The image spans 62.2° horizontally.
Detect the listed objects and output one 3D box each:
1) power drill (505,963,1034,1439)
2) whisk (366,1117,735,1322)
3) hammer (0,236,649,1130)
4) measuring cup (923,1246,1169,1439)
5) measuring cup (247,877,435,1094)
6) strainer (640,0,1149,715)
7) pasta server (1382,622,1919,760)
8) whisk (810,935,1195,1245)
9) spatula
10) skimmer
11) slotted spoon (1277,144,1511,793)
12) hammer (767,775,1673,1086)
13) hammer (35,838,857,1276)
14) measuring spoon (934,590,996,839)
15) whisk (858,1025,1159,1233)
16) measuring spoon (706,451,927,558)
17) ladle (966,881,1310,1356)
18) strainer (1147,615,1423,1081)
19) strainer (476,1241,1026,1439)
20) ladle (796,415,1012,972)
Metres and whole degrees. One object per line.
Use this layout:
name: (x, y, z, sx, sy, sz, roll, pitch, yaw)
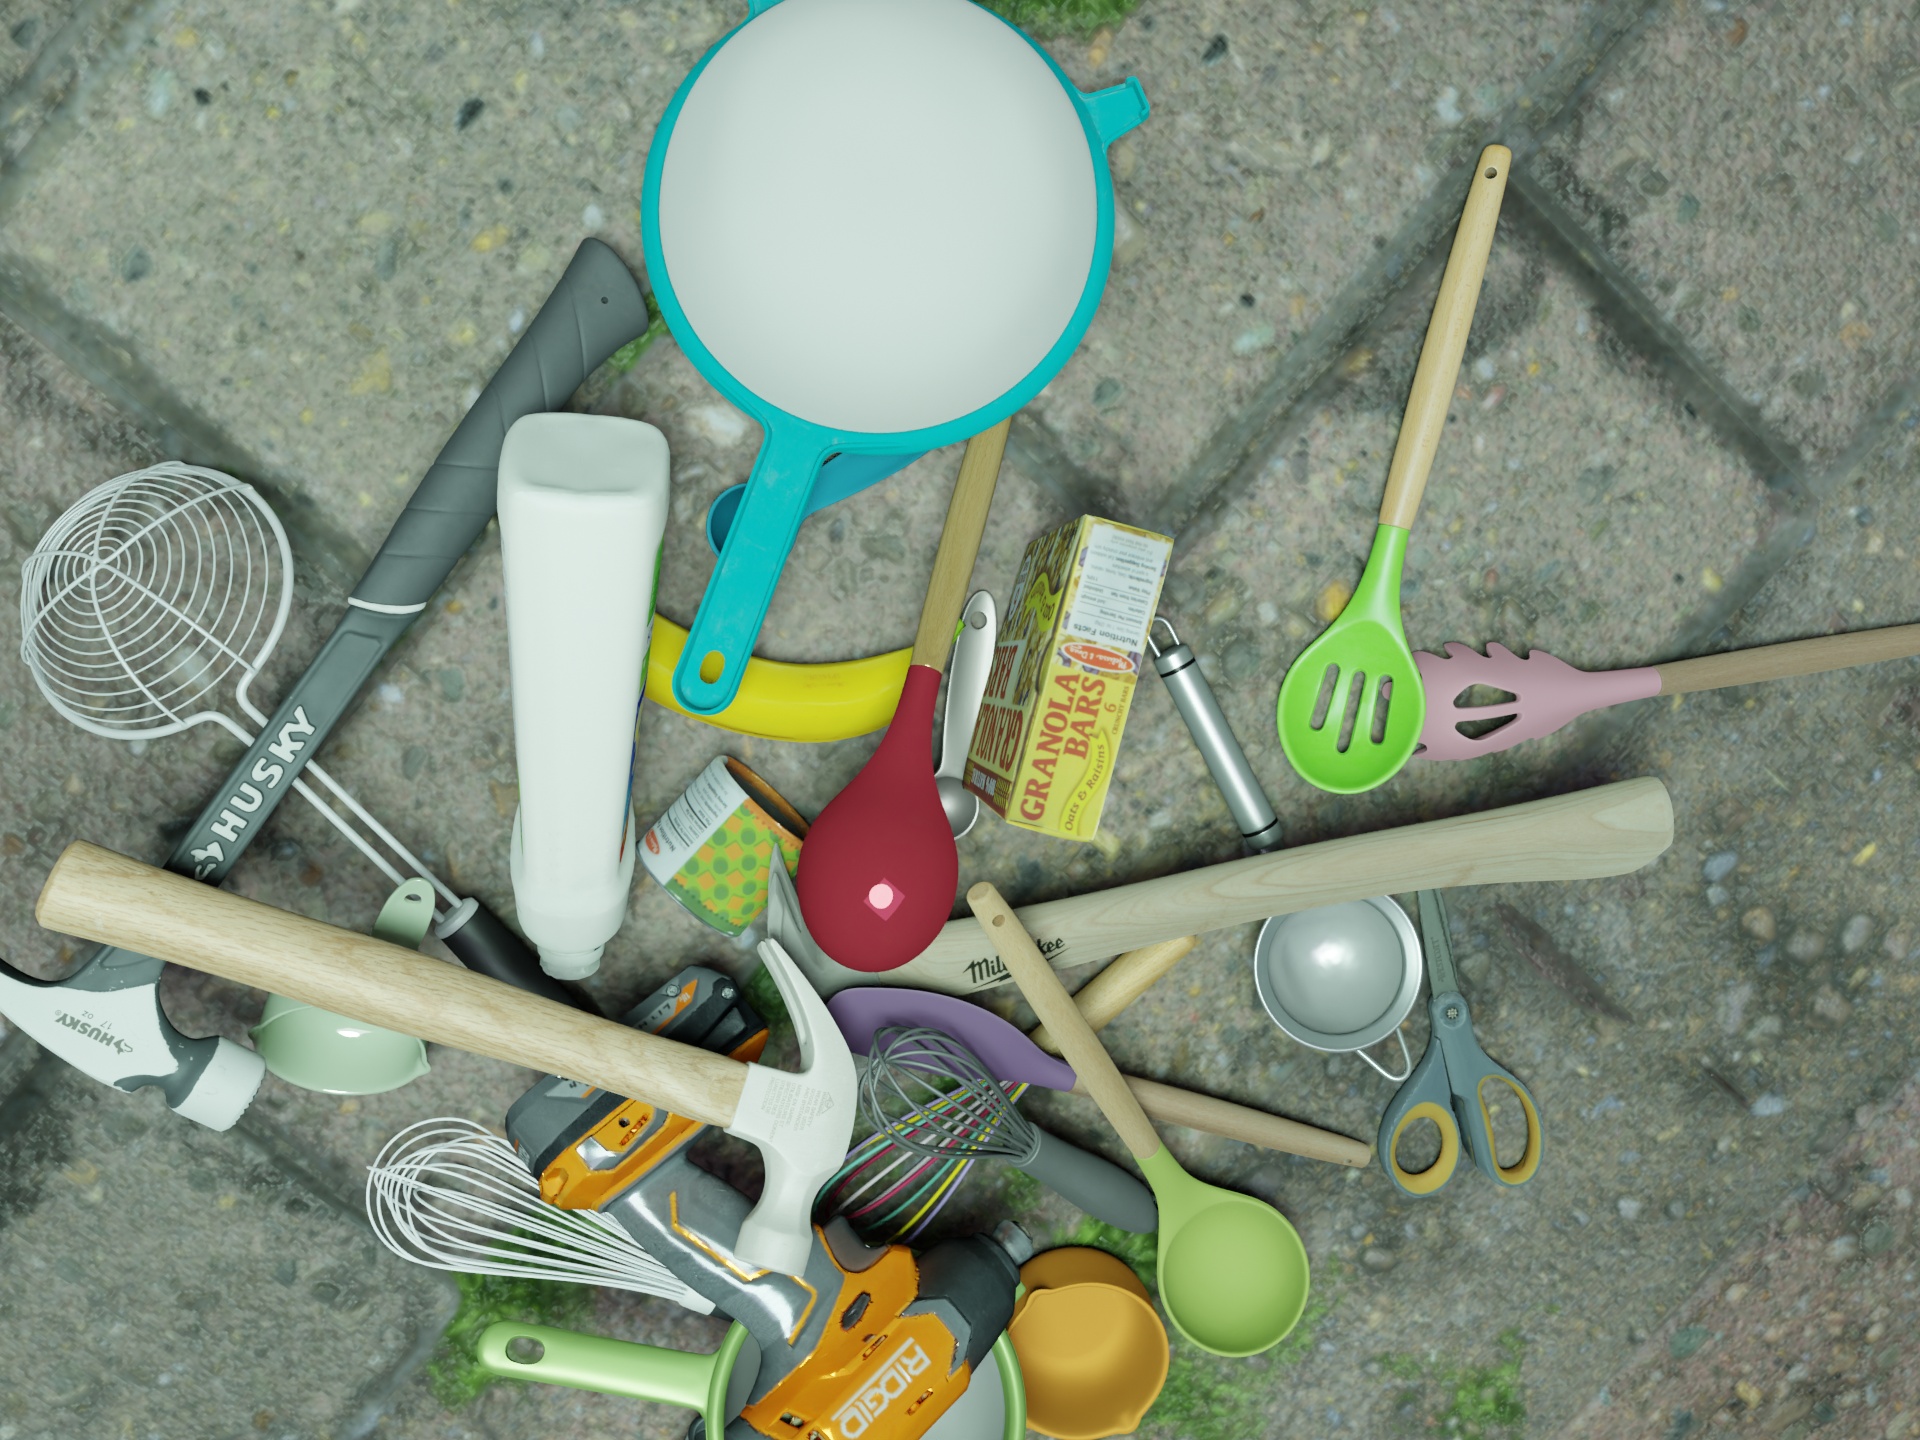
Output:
power drill: (-0.081, 0.226, 0.727, 0.164, 0.084, 0.226, -37, 81, -27)
whisk: (-0.158, 0.272, 0.791, 0.284, 0.070, 0.070, 25, 97, -14)
hammer: (-0.261, -0.036, 0.677, 0.149, 0.036, 0.409, 36, 79, -25)
measuring cup: (0.024, 0.340, 0.824, 0.173, 0.052, 0.095, -33, 102, 3)
measuring cup: (-0.266, 0.111, 0.722, 0.083, 0.038, 0.167, 19, 129, -23)
strainer: (-0.057, -0.164, 0.666, 0.211, 0.095, 0.340, 20, 88, -1)
pasta server: (0.370, -0.025, 0.802, 0.316, 0.040, 0.060, -9, 101, -8)
whisk: (0.019, 0.181, 0.800, 0.245, 0.047, 0.051, -41, 114, -2)
spatula: (0.076, 0.180, 0.780, 0.315, 0.018, 0.059, 20, 130, -22)
skimmer: (-0.279, 0.041, 0.748, 0.127, 0.090, 0.363, -40, 112, -4)
slotted spoon: (0.218, -0.118, 0.767, 0.070, 0.031, 0.314, 15, 97, 16)
hammer: (0.117, 0.076, 0.731, 0.410, 0.038, 0.146, -13, 132, 4)
hammer: (-0.197, 0.117, 0.650, 0.331, 0.031, 0.130, 22, 69, -14)
measuring spoon: (-0.001, -0.002, 0.777, 0.034, 0.018, 0.124, 9, 93, -20)
whisk: (0.032, 0.204, 0.758, 0.055, 0.055, 0.238, -47, 130, 4)
measuring spoon: (-0.062, -0.112, 0.750, 0.128, 0.021, 0.042, -31, 103, -9)
ladle: (0.083, 0.192, 0.745, 0.078, 0.062, 0.319, -36, 123, -6)
strainer: (0.155, 0.062, 0.790, 0.087, 0.050, 0.258, -29, 96, -7)
strainer: (-0.099, 0.322, 0.757, 0.256, 0.069, 0.152, 12, 61, -5)
ladle: (-0.008, -0.045, 0.703, 0.069, 0.031, 0.315, 13, 75, 4)
